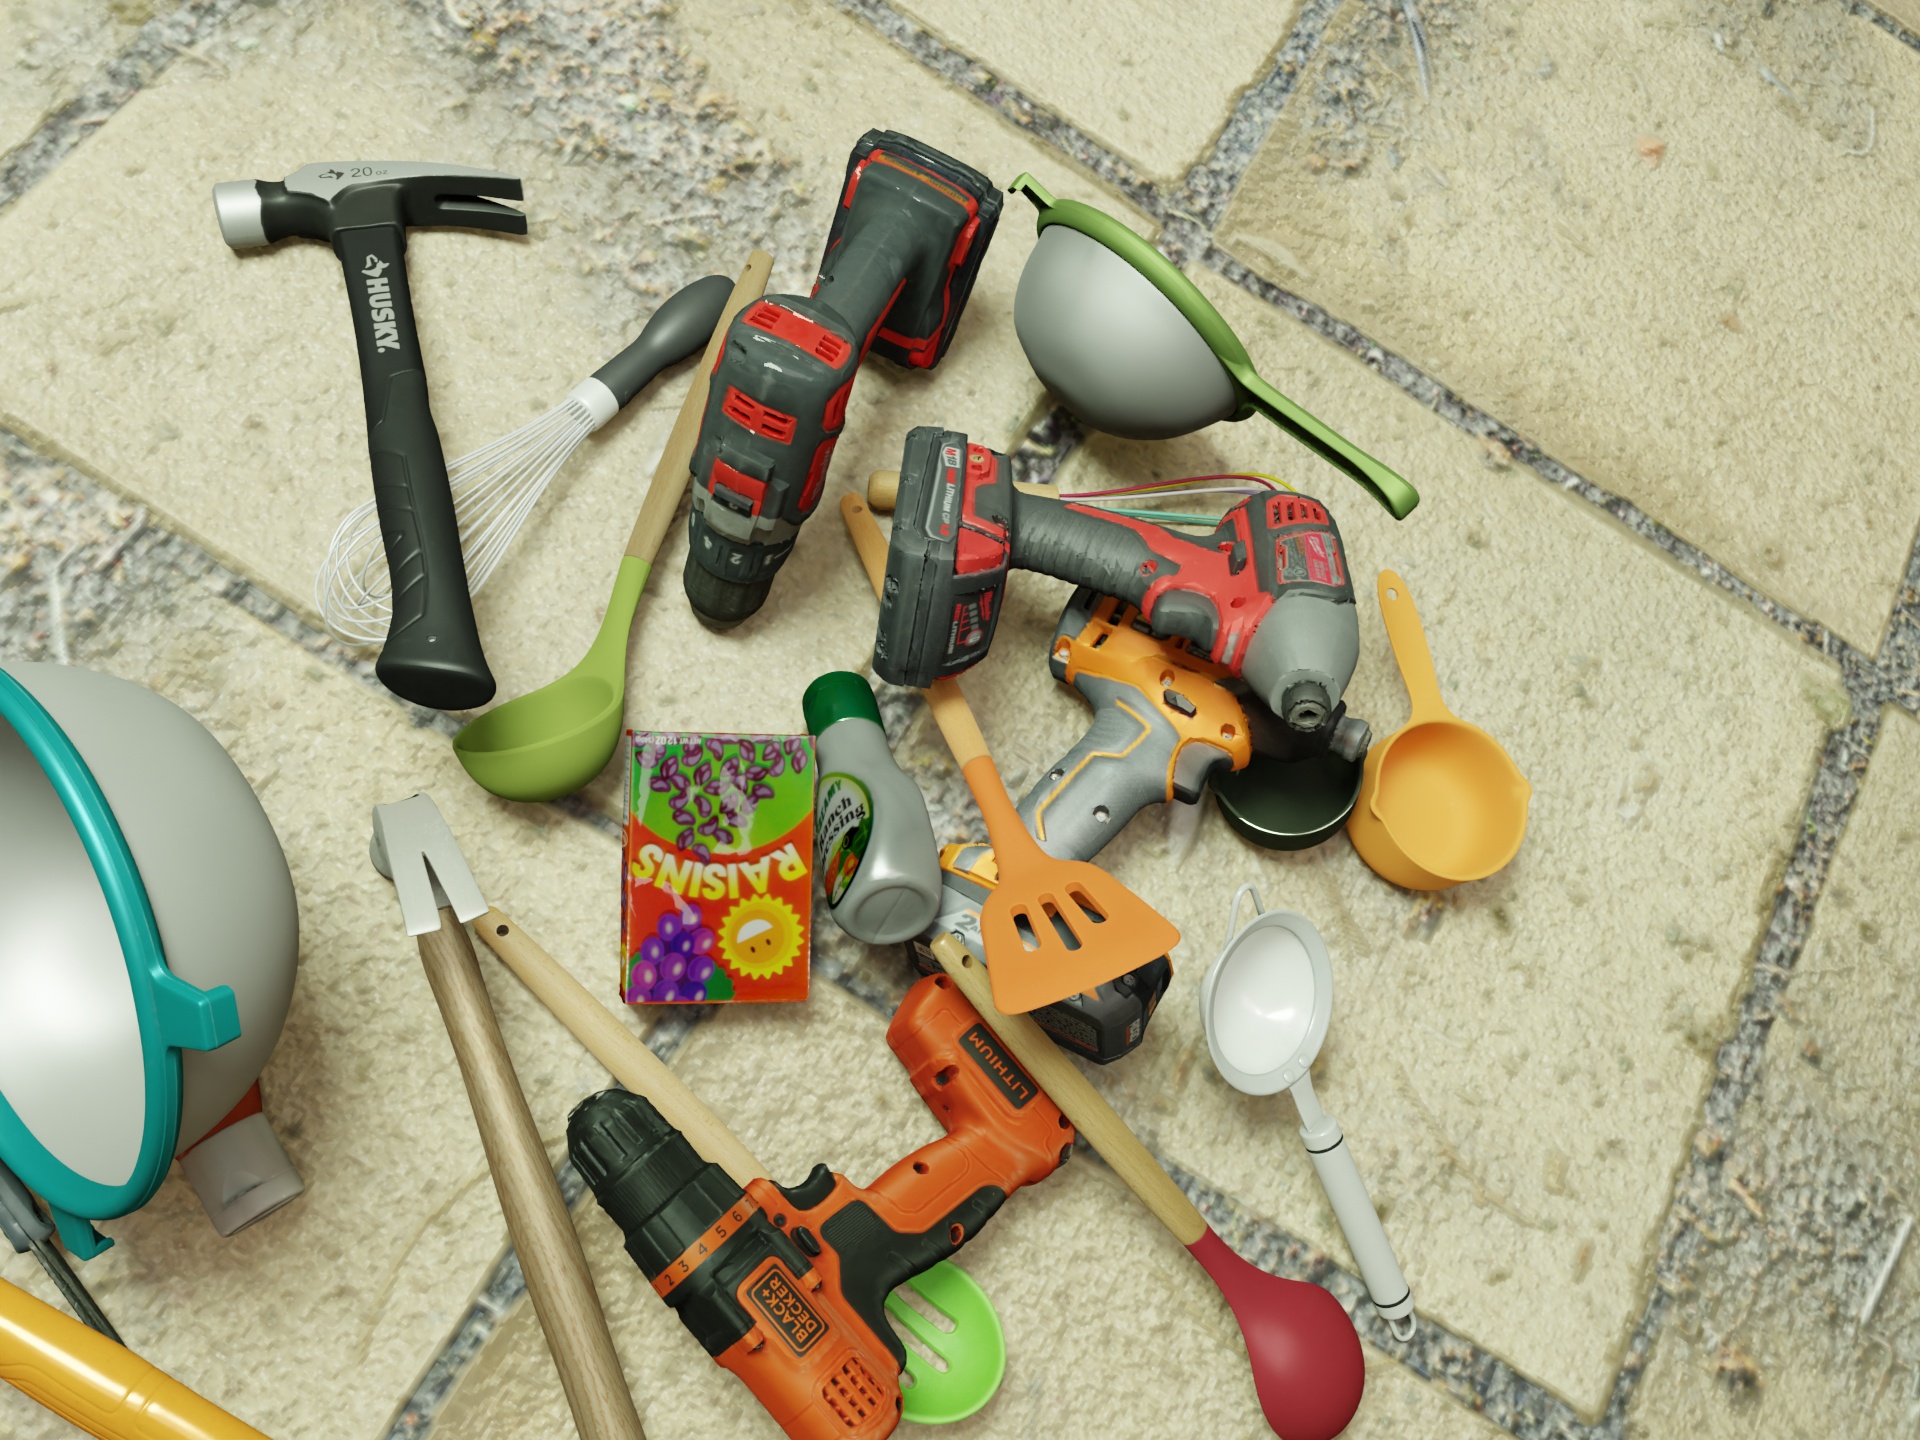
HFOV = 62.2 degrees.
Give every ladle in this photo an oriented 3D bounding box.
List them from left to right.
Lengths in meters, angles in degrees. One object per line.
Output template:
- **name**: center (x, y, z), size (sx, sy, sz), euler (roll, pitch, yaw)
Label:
- **ladle**: center (-0.156, -0.106, 0.774), size (0.062, 0.078, 0.320), euler (41, 60, -48)
- **ladle**: center (0.090, 0.213, 0.719), size (0.315, 0.031, 0.069), euler (50, 57, -11)

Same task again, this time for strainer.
- **strainer**: center (-0.347, 0.017, 0.605), size (0.095, 0.211, 0.340), euler (-19, 68, -50)
- **strainer**: center (0.109, -0.157, 0.788), size (0.069, 0.151, 0.257), euler (-46, 59, 0)
- **strainer**: center (0.166, 0.190, 0.755), size (0.087, 0.050, 0.258), euler (-32, 104, -31)

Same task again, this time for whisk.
- **whisk**: center (-0.204, -0.136, 0.786), size (0.070, 0.070, 0.285), euler (40, 62, 0)
- **whisk**: center (0.072, -0.117, 0.856), size (0.245, 0.051, 0.047), euler (4, 106, -8)

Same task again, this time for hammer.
- **hammer**: center (-0.377, 0.208, 0.593), size (0.337, 0.127, 0.034), euler (33, 31, -2)
- **hammer**: center (-0.251, -0.143, 0.728), size (0.146, 0.035, 0.335), euler (-11, 57, -15)
- **hammer**: center (-0.183, 0.188, 0.665), size (0.031, 0.130, 0.331), euler (-19, 87, -23)

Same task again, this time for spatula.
- **spatula**: center (-0.001, -0.002, 0.737), size (0.081, 0.041, 0.323), euler (-21, 54, -7)

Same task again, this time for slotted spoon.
- **slotted spoon**: center (-0.105, 0.195, 0.718), size (0.314, 0.031, 0.070), euler (43, 60, 4)

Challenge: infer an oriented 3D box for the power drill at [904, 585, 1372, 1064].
- **power drill**: center (0.089, 0.044, 0.767), size (0.164, 0.084, 0.226), euler (23, 66, 17)

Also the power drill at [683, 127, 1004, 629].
- **power drill**: center (-0.068, -0.164, 0.783), size (0.080, 0.187, 0.227), euler (26, 50, -1)

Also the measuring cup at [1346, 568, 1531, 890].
- **measuring cup**: center (0.241, 0.007, 0.856), size (0.095, 0.052, 0.174), euler (-6, 73, -16)

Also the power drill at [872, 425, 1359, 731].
- **power drill**: center (0.075, -0.060, 0.734), size (0.219, 0.078, 0.143), euler (8, 42, -4)

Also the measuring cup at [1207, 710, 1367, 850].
- **measuring cup**: center (0.160, -0.007, 0.848), size (0.083, 0.038, 0.168), euler (-14, 60, 2)
